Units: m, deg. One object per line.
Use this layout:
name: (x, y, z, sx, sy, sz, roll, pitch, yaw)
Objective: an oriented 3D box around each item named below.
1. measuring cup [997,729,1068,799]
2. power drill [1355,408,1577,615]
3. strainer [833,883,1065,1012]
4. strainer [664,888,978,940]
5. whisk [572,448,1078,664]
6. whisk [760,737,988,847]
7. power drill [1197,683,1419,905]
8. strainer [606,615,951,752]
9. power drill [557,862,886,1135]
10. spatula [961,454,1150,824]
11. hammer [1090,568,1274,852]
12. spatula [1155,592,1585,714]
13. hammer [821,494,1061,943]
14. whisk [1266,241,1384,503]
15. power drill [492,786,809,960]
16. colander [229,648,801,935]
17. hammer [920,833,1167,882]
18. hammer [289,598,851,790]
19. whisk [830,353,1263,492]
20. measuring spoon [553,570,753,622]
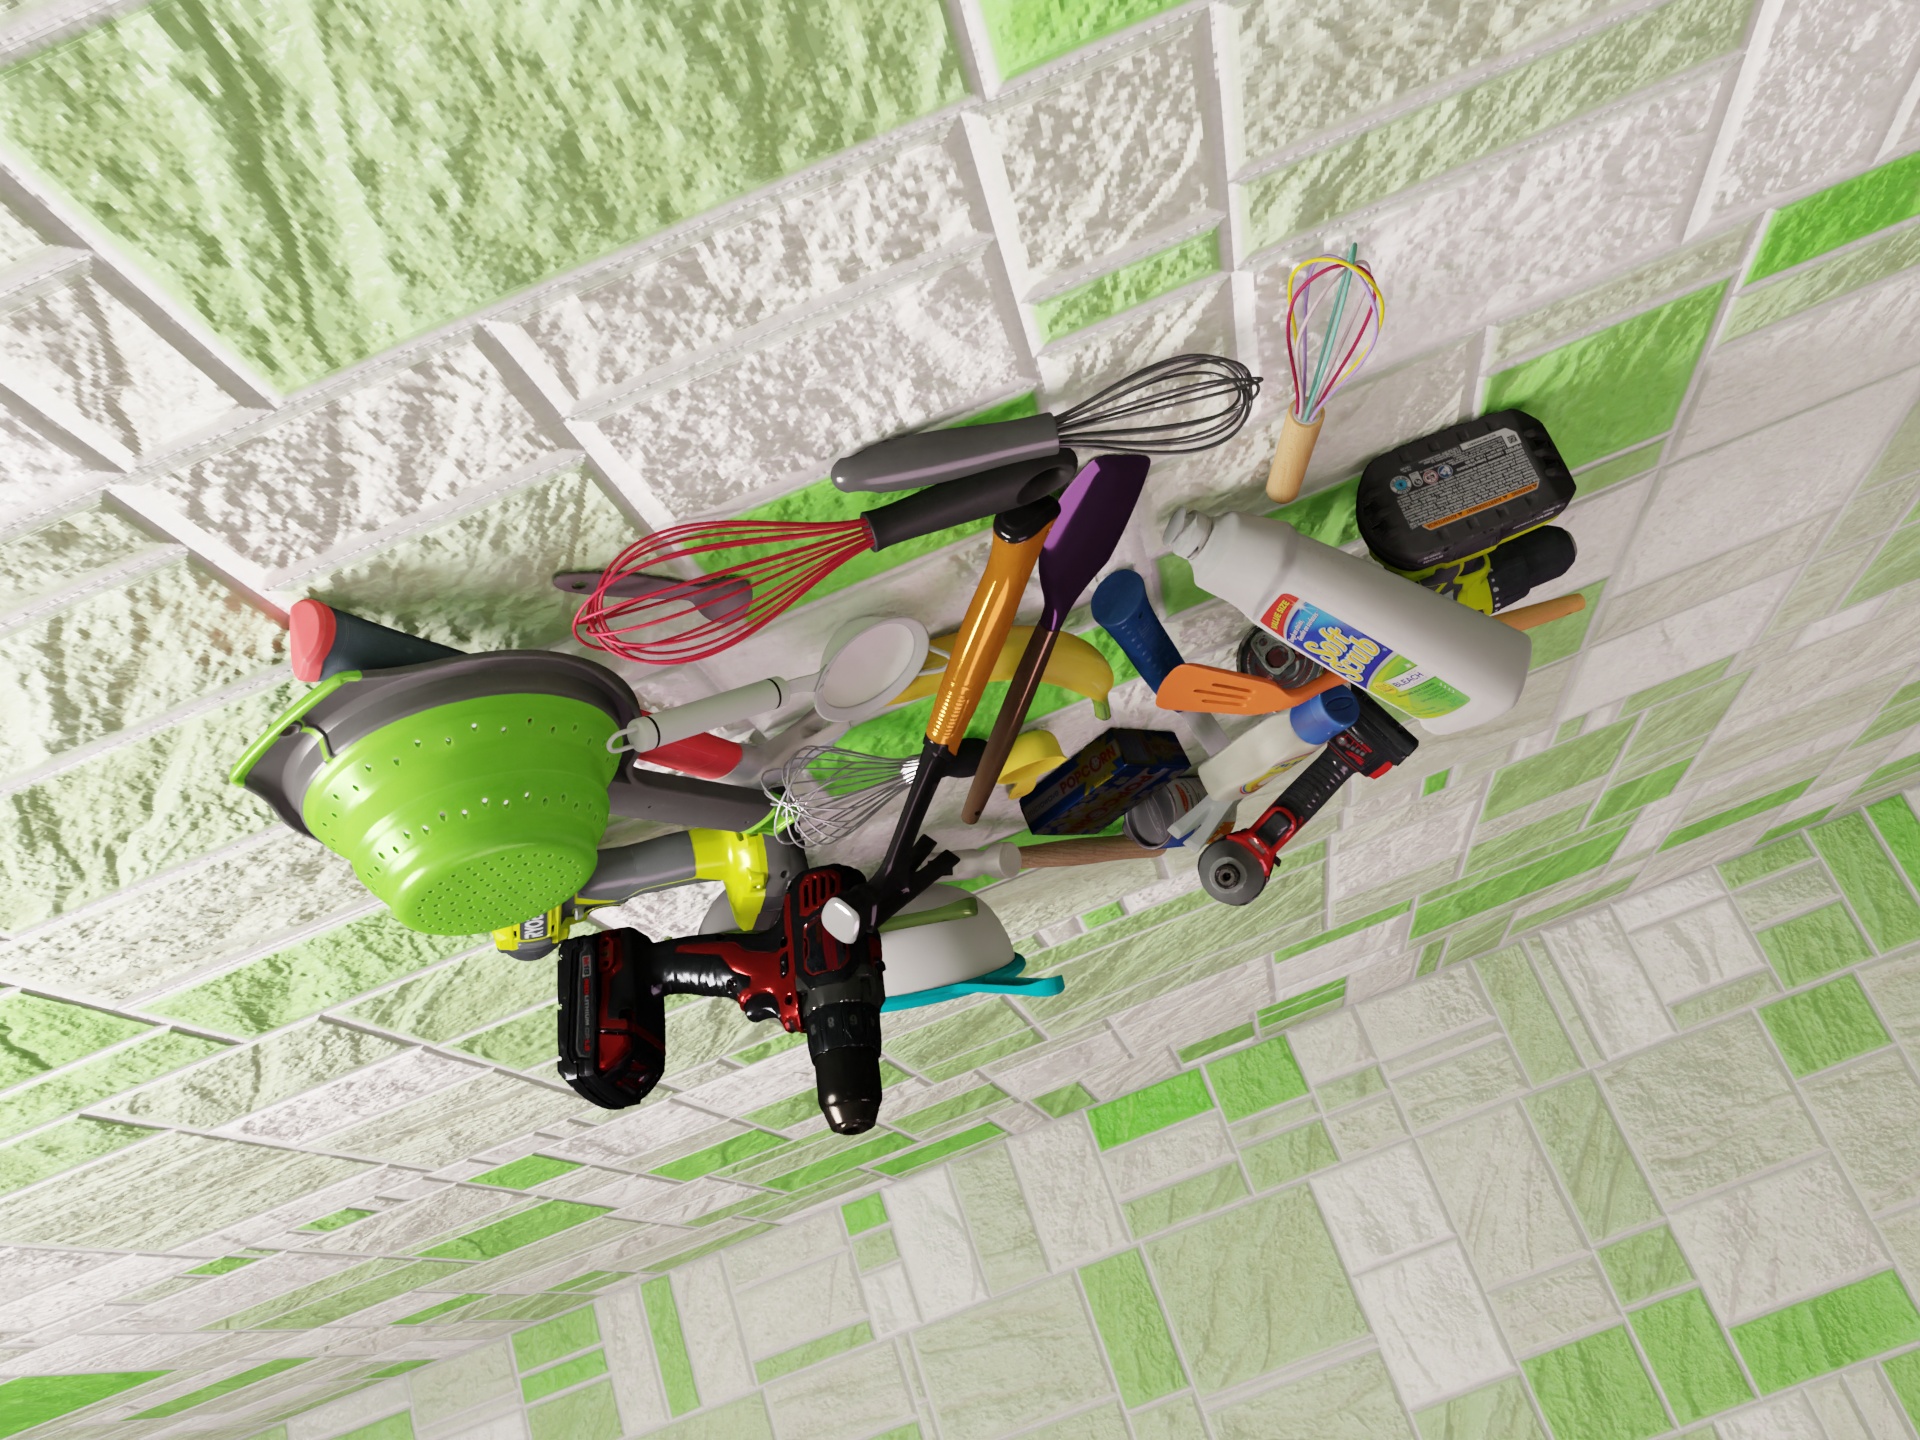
measuring cup: (0.049, 0.039, 1.303, 0.062, 0.029, 0.156, -18, 168, -7)
power drill: (0.356, -0.124, 1.125, 0.190, 0.080, 0.228, -21, 160, 3)
strainer: (-0.019, 0.190, 1.384, 0.211, 0.095, 0.340, -10, 179, -31)
strainer: (-0.106, 0.149, 1.301, 0.256, 0.069, 0.151, -13, 163, 22)
whisk: (-0.068, -0.096, 0.865, 0.296, 0.073, 0.073, -21, 158, -14)
whisk: (-0.046, 0.038, 1.121, 0.070, 0.070, 0.284, -34, 170, 27)
power drill: (0.292, 0.072, 1.379, 0.219, 0.078, 0.143, -48, 168, 10)
strainer: (-0.106, -0.021, 0.951, 0.258, 0.050, 0.086, -21, 146, -45)
power drill: (-0.159, 0.209, 1.103, 0.226, 0.188, 0.080, -14, 148, 8)
spatula: (0.048, -0.043, 1.032, 0.059, 0.018, 0.315, -6, 137, -28)
hammer: (0.173, -0.008, 1.229, 0.144, 0.035, 0.405, -51, 150, -2)
spatula: (0.298, -0.051, 1.133, 0.322, 0.041, 0.081, -16, 161, -11)
hammer: (-0.002, -0.003, 1.017, 0.127, 0.034, 0.336, -33, 152, -49)
whisk: (0.198, -0.190, 0.906, 0.047, 0.051, 0.244, 1, 161, 3)
power drill: (-0.235, 0.121, 1.177, 0.223, 0.080, 0.171, -8, 153, -19)
colander: (-0.219, 0.068, 0.943, 0.204, 0.095, 0.396, -35, 153, 24)
hammer: (0.086, 0.123, 1.461, 0.130, 0.031, 0.331, -10, 174, 39)
hammer: (-0.220, -0.012, 0.942, 0.143, 0.038, 0.386, -31, 155, 19)
whisk: (0.047, -0.154, 0.848, 0.239, 0.055, 0.055, -13, 156, -6)
measuring spoon: (-0.169, -0.068, 0.886, 0.124, 0.018, 0.034, 3, 148, -41)
